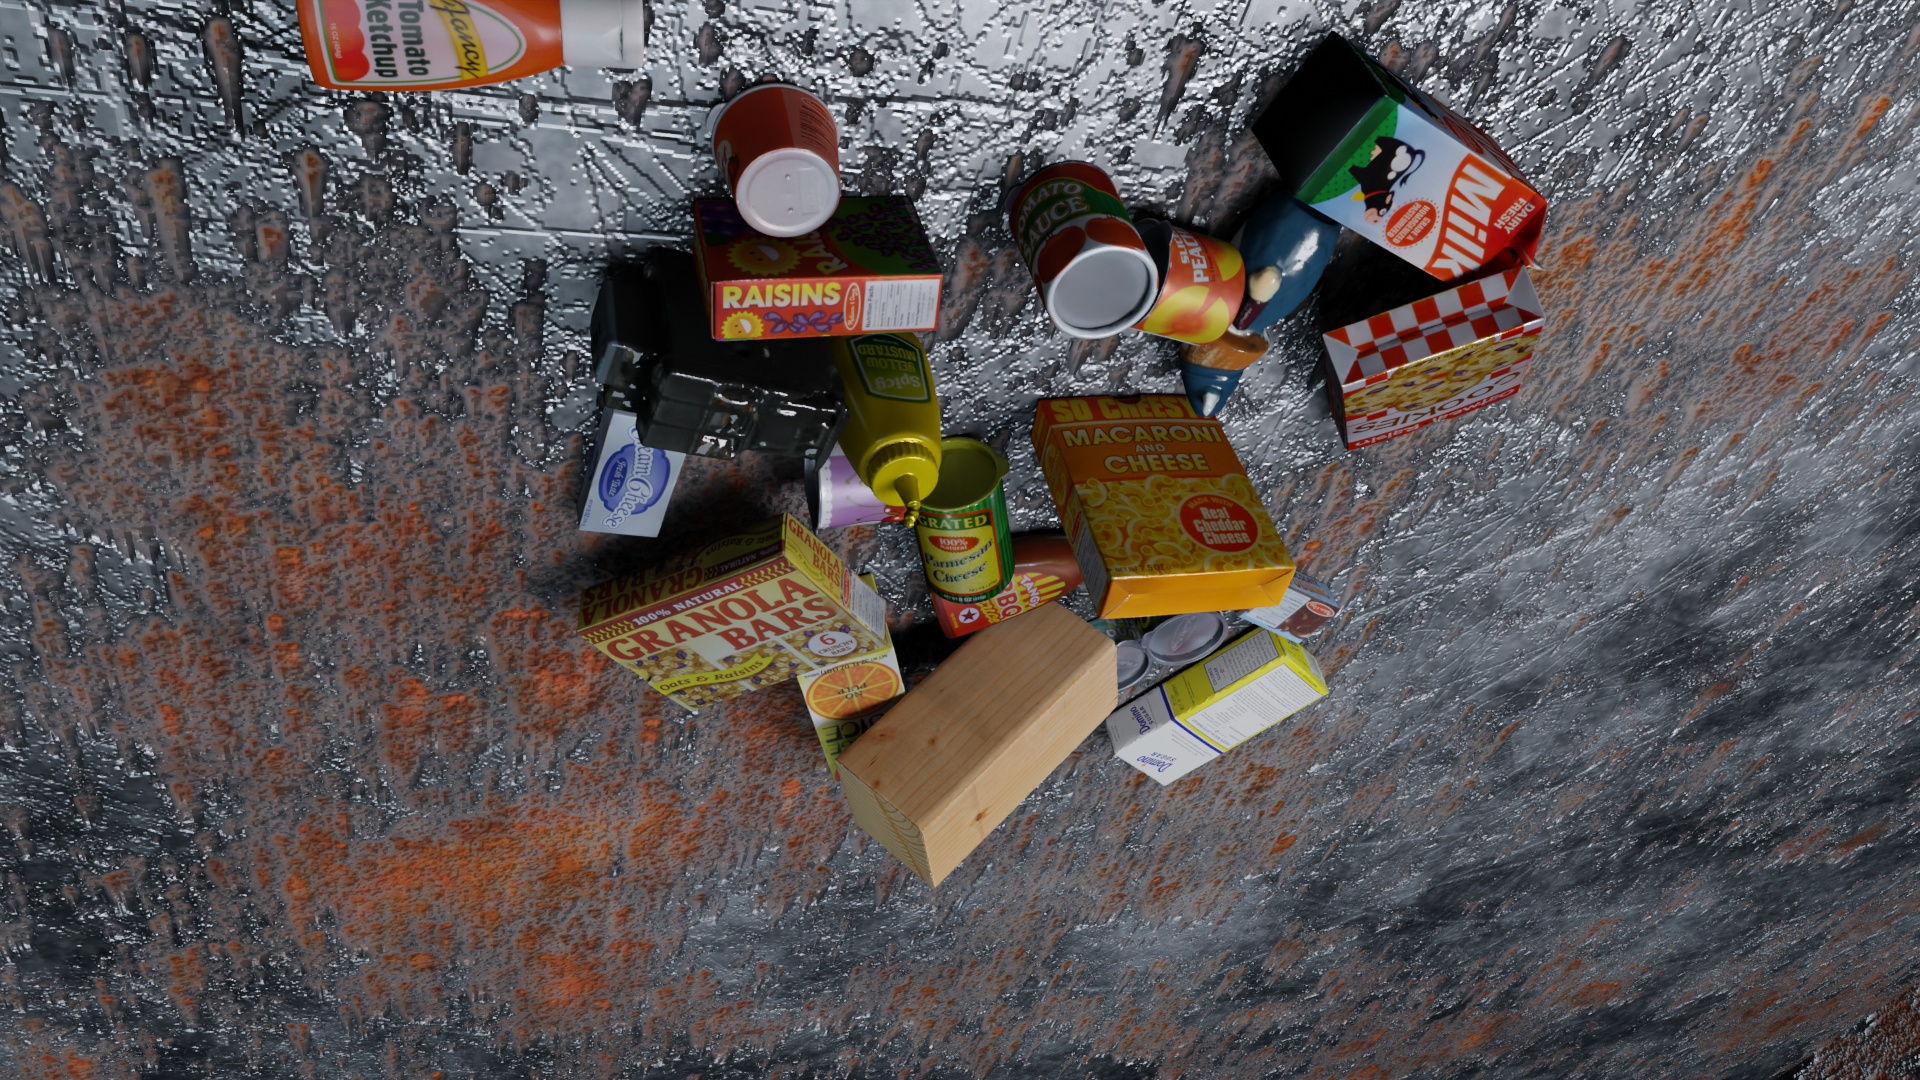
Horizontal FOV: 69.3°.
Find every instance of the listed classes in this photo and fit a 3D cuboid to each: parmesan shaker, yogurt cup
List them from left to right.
[{"bbox_3d":[-0.094,-0.196,0.728,0.072,0.054,0.072,-10,139,-9],"label":"yogurt cup"},{"bbox_3d":[0.003,-0.012,0.950,0.071,0.071,0.102,-14,139,-3],"label":"parmesan shaker"}]

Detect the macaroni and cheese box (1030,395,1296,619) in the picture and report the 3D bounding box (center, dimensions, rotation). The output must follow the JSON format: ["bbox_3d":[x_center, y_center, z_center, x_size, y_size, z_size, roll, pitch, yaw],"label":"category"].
[{"bbox_3d":[0.127,-0.027,0.899,0.124,0.167,0.040,-3,136,-15],"label":"macaroni and cheese box"}]

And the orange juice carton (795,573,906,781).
[{"bbox_3d":[-0.078,0.119,1.062,0.072,0.073,0.191,-15,139,-4],"label":"orange juice carton"}]

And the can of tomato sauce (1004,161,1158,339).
[{"bbox_3d":[0.068,-0.166,0.792,0.071,0.083,0.070,-10,138,-9],"label":"can of tomato sauce"}]

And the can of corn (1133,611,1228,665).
[{"bbox_3d":[0.165,0.055,1.083,0.071,0.058,0.070,-9,138,-8],"label":"can of corn"}]

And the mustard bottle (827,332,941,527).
[{"bbox_3d":[-0.041,-0.067,0.805,0.065,0.161,0.048,3,134,-23],"label":"mustard bottle"}]

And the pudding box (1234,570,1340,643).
[{"bbox_3d":[0.263,0.050,1.131,0.083,0.030,0.049,22,125,-36],"label":"pudding box"}]

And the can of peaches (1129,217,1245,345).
[{"bbox_3d":[0.130,-0.156,0.835,0.058,0.071,0.071,10,132,-27],"label":"can of peaches"}]

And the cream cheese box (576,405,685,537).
[{"bbox_3d":[-0.205,-0.047,0.876,0.053,0.024,0.103,6,134,-25],"label":"cream cheese box"}]

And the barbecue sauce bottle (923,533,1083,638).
[{"bbox_3d":[0.051,0.024,1.023,0.148,0.044,0.064,-18,136,1],"label":"barbecue sauce bottle"}]

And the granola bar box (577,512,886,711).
[{"bbox_3d":[-0.151,0.052,0.929,0.165,0.039,0.124,-20,140,21],"label":"granola bar box"}]

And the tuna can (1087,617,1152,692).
[{"bbox_3d":[0.121,0.092,1.129,0.071,0.033,0.070,-9,138,-8],"label":"tuna can"}]

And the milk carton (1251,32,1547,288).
[{"bbox_3d":[0.272,-0.212,0.817,0.190,0.073,0.073,17,129,-33],"label":"milk carton"}]

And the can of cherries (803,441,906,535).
[{"bbox_3d":[-0.068,-0.040,0.897,0.058,0.072,0.071,-6,137,-14],"label":"can of cherries"}]

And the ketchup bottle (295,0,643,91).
[{"bbox_3d":[-0.224,-0.241,0.645,0.149,0.044,0.064,-4,137,-15],"label":"ketchup bottle"}]

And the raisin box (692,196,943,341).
[{"bbox_3d":[-0.080,-0.150,0.758,0.123,0.086,0.039,-5,134,-15],"label":"raisin box"}]

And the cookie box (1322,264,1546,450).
[{"bbox_3d":[0.303,-0.112,0.902,0.123,0.040,0.167,-19,165,12],"label":"cookie box"}]
